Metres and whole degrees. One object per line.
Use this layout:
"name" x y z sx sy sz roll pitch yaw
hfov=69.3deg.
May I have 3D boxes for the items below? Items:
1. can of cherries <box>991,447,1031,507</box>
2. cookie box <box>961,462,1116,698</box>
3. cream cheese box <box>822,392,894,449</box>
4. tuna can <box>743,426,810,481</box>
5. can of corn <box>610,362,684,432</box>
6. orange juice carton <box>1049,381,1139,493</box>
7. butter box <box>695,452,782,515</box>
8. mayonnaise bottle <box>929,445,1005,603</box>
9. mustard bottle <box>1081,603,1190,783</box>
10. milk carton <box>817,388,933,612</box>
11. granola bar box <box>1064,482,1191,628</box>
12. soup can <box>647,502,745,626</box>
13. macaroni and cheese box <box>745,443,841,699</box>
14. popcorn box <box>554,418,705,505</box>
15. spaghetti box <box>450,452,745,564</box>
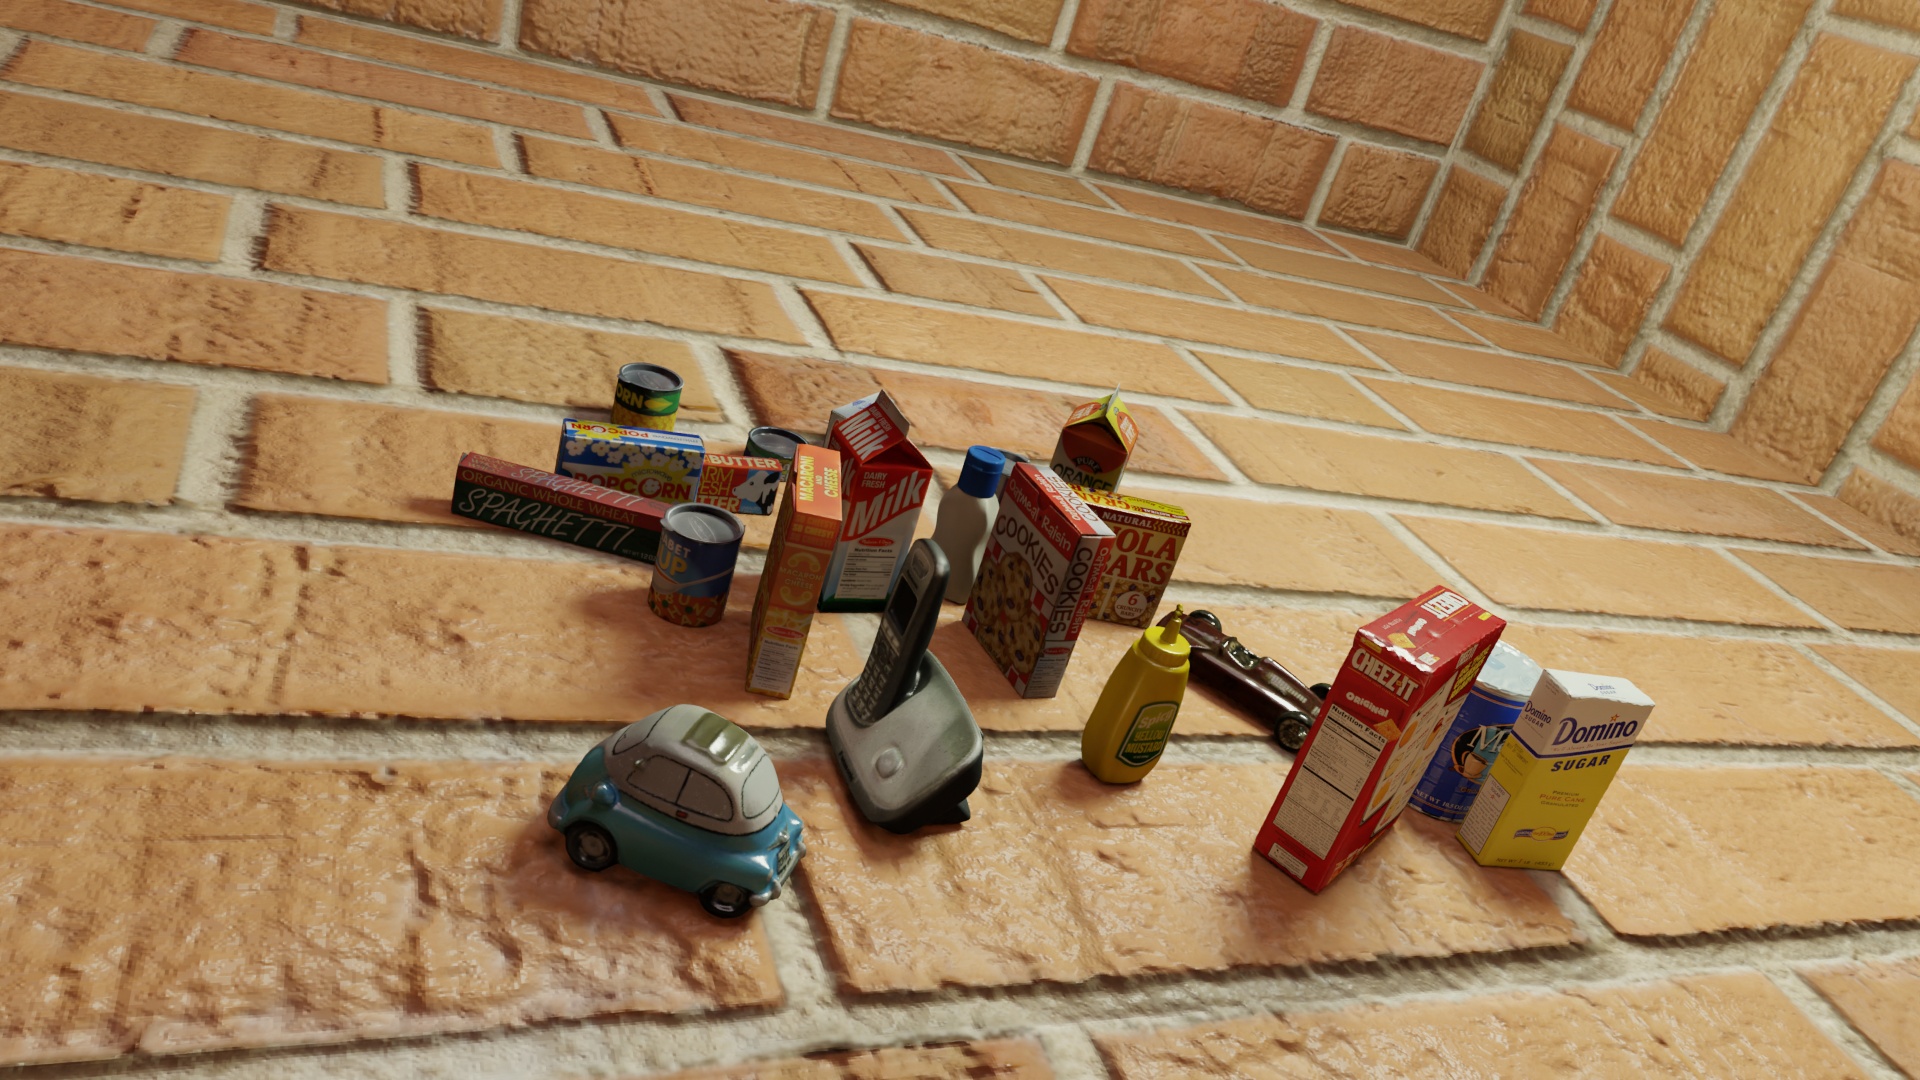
"can of cherries" 0.042 -0.061 1.511 0.071 0.058 0.072 15 26 -7
"cookie box" 0.065 0.034 1.215 0.040 0.166 0.123 2 30 -31
"cream cheese box" -0.115 -0.128 1.548 0.024 0.053 0.104 27 27 18
"tuna can" -0.191 -0.089 1.447 0.071 0.032 0.071 15 26 -7
"can of corn" -0.327 -0.144 1.439 0.071 0.058 0.071 15 26 -7
"orange juice carton" 0.127 -0.066 1.423 0.073 0.191 0.072 22 26 8
"butter box" -0.227 -0.055 1.335 0.104 0.053 0.024 4 29 -26
"mayonnaise bottle" 0.005 -0.016 1.298 0.065 0.147 0.041 25 26 14
"mustard bottle" 0.147 0.120 1.108 0.065 0.159 0.049 0 31 -32
"milk carton" -0.082 -0.034 1.229 0.073 0.189 0.072 2 30 -30
"granola bar box" 0.124 0.013 1.345 0.166 0.123 0.039 11 26 -14
"soup can" -0.223 0.020 1.155 0.071 0.083 0.071 15 26 -7
"macaroni and cheese box" -0.134 0.023 1.112 0.040 0.165 0.124 12 26 -12
"popcorn box" -0.302 -0.059 1.257 0.127 0.084 0.038 6 28 -23
"spaghetti box" -0.316 -0.020 1.212 0.250 0.050 0.029 15 26 -7
